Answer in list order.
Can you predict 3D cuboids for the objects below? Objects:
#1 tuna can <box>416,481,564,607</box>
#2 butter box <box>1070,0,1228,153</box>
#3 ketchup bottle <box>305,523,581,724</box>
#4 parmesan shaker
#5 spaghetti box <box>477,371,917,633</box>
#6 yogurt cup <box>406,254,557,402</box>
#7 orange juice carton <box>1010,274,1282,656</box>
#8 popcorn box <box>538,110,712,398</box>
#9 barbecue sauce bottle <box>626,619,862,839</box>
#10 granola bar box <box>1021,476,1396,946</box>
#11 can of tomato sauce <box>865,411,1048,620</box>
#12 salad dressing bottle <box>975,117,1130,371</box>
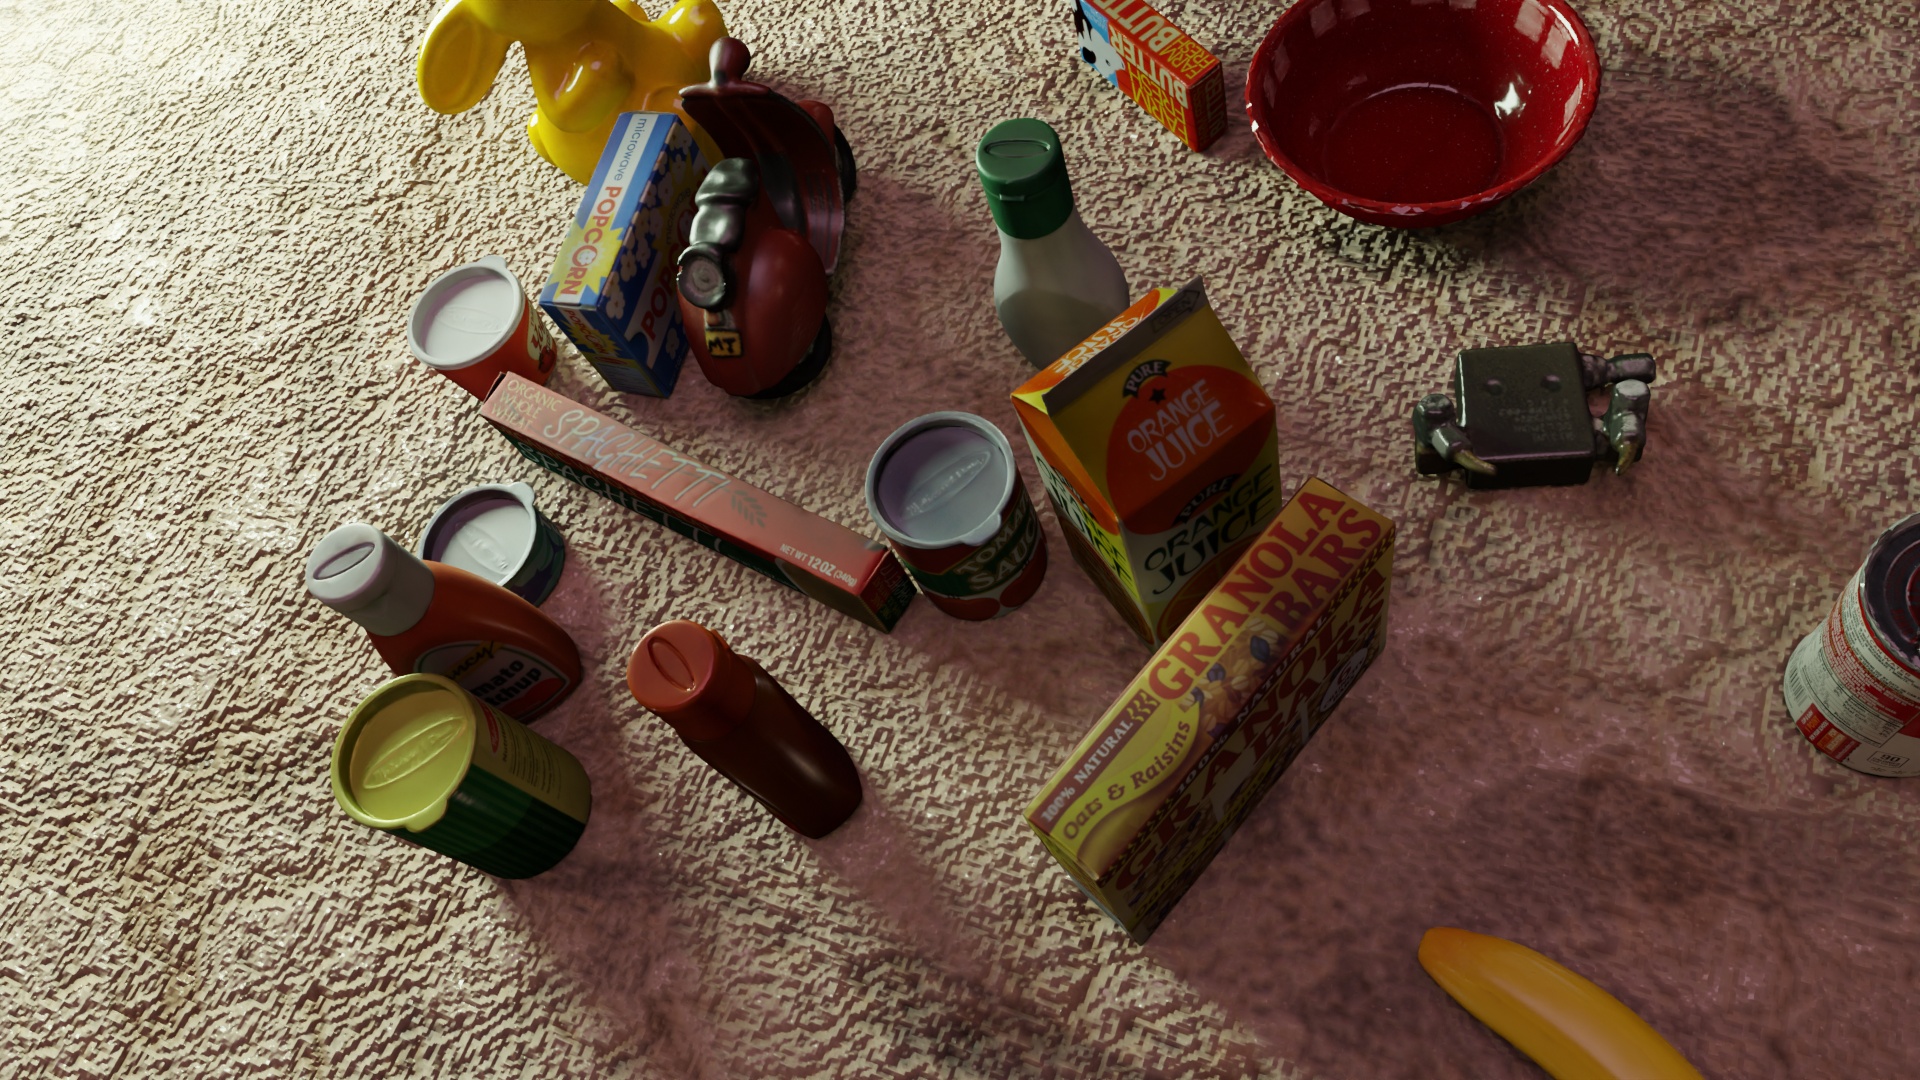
[{"bbox_3d":[-0.237,0.005,0.710,0.071,0.032,0.071,-6,63,12],"label":"tuna can"},{"bbox_3d":[0.101,-0.256,0.741,0.024,0.053,0.104,-37,61,-5],"label":"butter box"},{"bbox_3d":[-0.232,0.039,0.625,0.065,0.148,0.044,-29,61,0],"label":"ketchup bottle"},{"bbox_3d":[-0.215,0.109,0.611,0.071,0.102,0.071,-6,63,12],"label":"parmesan shaker"},{"bbox_3d":[-0.135,-0.022,0.687,0.250,0.050,0.029,24,72,24],"label":"spaghetti box"},{"bbox_3d":[-0.259,-0.110,0.762,0.072,0.053,0.072,-6,63,12],"label":"yogurt cup"},{"bbox_3d":[0.077,-0.028,0.552,0.072,0.192,0.073,-36,61,-4],"label":"orange juice carton"},{"bbox_3d":[-0.168,-0.152,0.741,0.038,0.085,0.127,7,66,18],"label":"popcorn box"},{"bbox_3d":[-0.087,0.076,0.568,0.044,0.148,0.065,-42,61,-7],"label":"barbecue sauce bottle"},{"bbox_3d":[0.100,0.069,0.536,0.039,0.123,0.166,37,78,27],"label":"granola bar box"},{"bbox_3d":[0.002,-0.008,0.624,0.071,0.082,0.071,-6,63,12],"label":"can of tomato sauce"},{"bbox_3d":[0.041,-0.131,0.639,0.064,0.147,0.044,5,66,17],"label":"salad dressing bottle"}]
